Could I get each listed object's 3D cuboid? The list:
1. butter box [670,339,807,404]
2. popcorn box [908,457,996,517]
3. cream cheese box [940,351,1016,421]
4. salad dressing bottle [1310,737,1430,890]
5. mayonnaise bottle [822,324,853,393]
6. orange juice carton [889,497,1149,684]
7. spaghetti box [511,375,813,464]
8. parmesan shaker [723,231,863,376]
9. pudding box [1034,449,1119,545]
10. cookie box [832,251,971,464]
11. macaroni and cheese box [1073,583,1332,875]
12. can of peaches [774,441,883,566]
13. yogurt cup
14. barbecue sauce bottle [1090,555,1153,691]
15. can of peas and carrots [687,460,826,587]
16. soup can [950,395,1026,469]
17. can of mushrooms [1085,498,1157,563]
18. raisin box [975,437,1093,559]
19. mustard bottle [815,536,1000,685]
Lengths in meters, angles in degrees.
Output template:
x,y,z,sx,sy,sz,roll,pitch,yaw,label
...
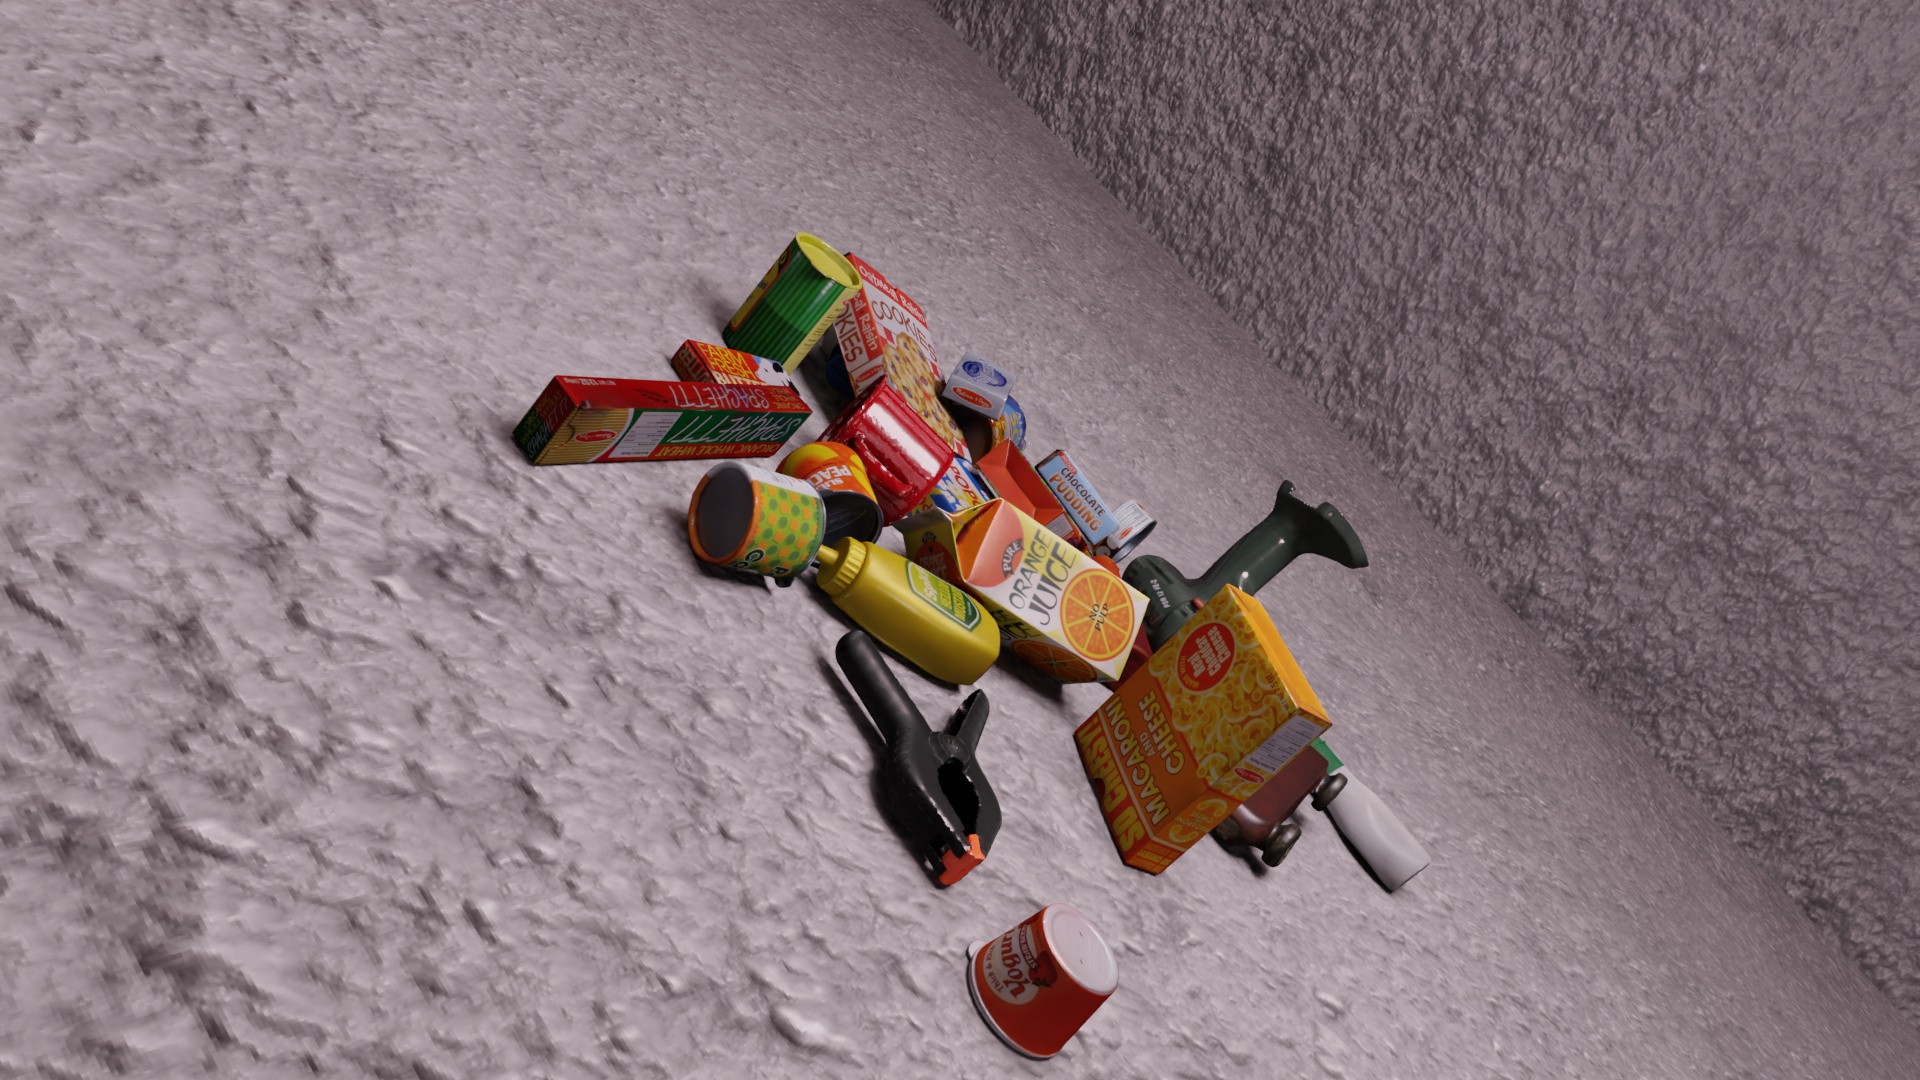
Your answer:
x,y,z,sx,sy,sz,roll,pitch,yaw,label
-0.165,-0.118,1.047,0.103,0.024,0.053,7,42,-56,butter box
0.004,-0.014,1.126,0.085,0.038,0.127,9,40,-53,popcorn box
0.018,-0.136,1.219,0.053,0.024,0.104,25,20,-2,cream cheese box
0.356,0.243,1.251,0.064,0.044,0.148,3,44,-56,salad dressing bottle
-0.094,-0.176,1.248,0.064,0.041,0.149,40,23,-17,mayonnaise bottle
0.039,0.031,1.022,0.192,0.071,0.073,33,67,-23,orange juice carton
-0.184,-0.078,0.908,0.029,0.050,0.250,50,23,14,spaghetti box
-0.136,-0.186,1.114,0.071,0.102,0.071,36,22,-17,parmesan shaker
0.100,-0.038,1.197,0.083,0.030,0.050,53,1,-4,pudding box
-0.054,-0.147,1.179,0.123,0.040,0.168,30,38,-59,cookie box
0.160,0.130,0.959,0.040,0.166,0.124,28,26,-33,macaroni and cheese box
-0.092,-0.027,0.947,0.071,0.071,0.058,26,27,-37,can of peaches
0.047,0.230,0.736,0.072,0.053,0.073,36,23,-18,yogurt cup
0.130,0.067,1.183,0.064,0.043,0.149,47,17,-28,barbecue sauce bottle
-0.128,-0.010,0.864,0.059,0.070,0.071,16,34,-48,can of peas and carrots
0.018,-0.099,1.263,0.071,0.071,0.084,46,23,6,soup can
0.153,-0.006,1.329,0.033,0.071,0.071,47,22,13,can of mushrooms
0.065,-0.025,1.192,0.086,0.040,0.123,54,1,26,raisin box
-0.046,0.039,0.932,0.160,0.048,0.065,33,22,-24,mustard bottle
